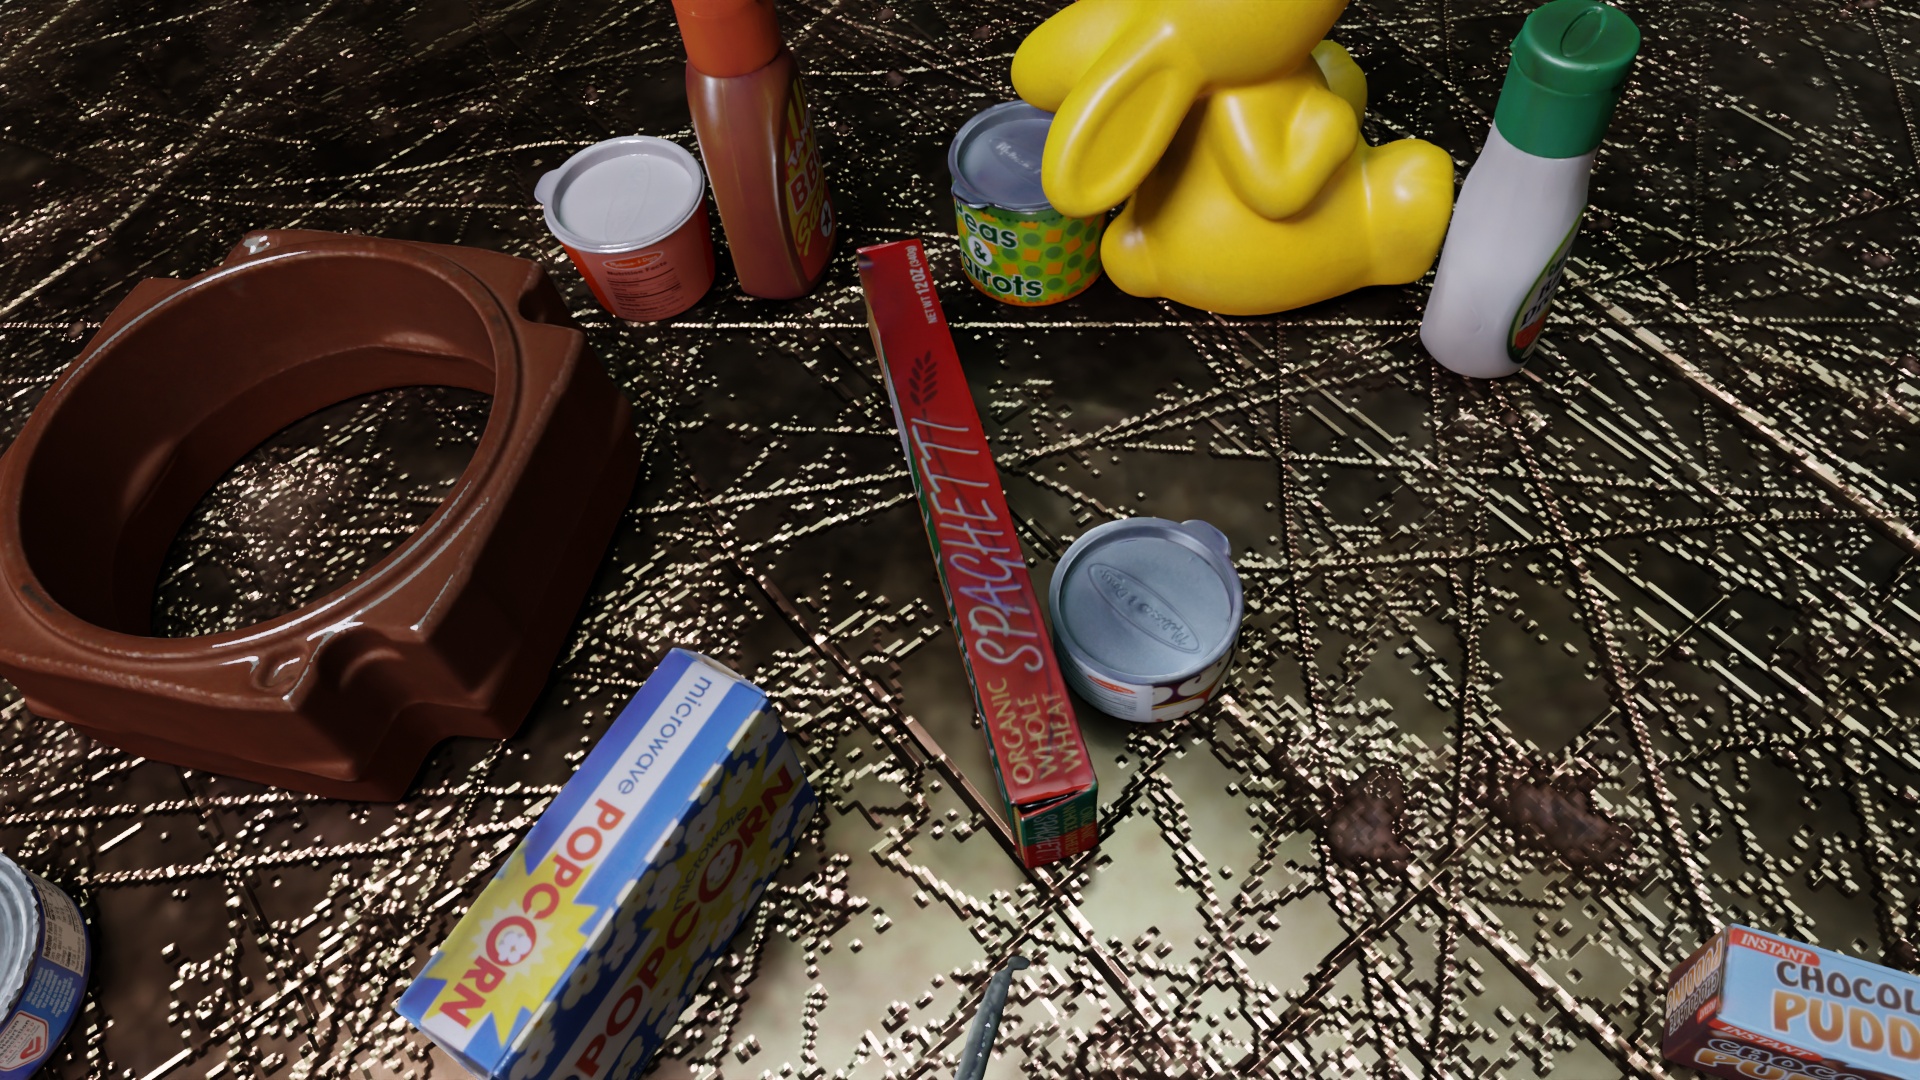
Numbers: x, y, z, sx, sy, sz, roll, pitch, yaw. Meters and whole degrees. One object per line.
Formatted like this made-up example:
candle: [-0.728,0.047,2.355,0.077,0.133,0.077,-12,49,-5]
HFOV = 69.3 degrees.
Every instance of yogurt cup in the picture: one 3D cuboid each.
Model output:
yogurt cup: [-0.138,-0.132,0.600,0.072,0.053,0.073,-3,56,4]

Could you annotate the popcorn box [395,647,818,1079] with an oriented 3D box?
popcorn box: [-0.098,0.106,0.417,0.038,0.084,0.127,24,62,20]

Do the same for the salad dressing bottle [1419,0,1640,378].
salad dressing bottle: [0.204,-0.122,0.503,0.044,0.147,0.064,28,64,22]

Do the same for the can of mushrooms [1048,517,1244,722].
can of mushrooms: [0.066,0.026,0.486,0.071,0.033,0.071,-3,56,4]

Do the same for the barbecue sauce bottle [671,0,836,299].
barbecue sauce bottle: [-0.083,-0.169,0.562,0.044,0.147,0.065,5,57,9]

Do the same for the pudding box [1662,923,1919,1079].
pudding box: [0.246,0.138,0.383,0.084,0.049,0.030,15,59,15]

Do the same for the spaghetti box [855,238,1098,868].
spaghetti box: [0.002,-0.006,0.504,0.029,0.050,0.251,-14,56,-4]

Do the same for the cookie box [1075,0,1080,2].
cookie box: [0.081,-0.285,0.612,0.040,0.166,0.123,-14,56,-3]

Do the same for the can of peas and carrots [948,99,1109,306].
can of peas and carrots: [0.029,-0.140,0.586,0.071,0.058,0.071,-3,56,4]
